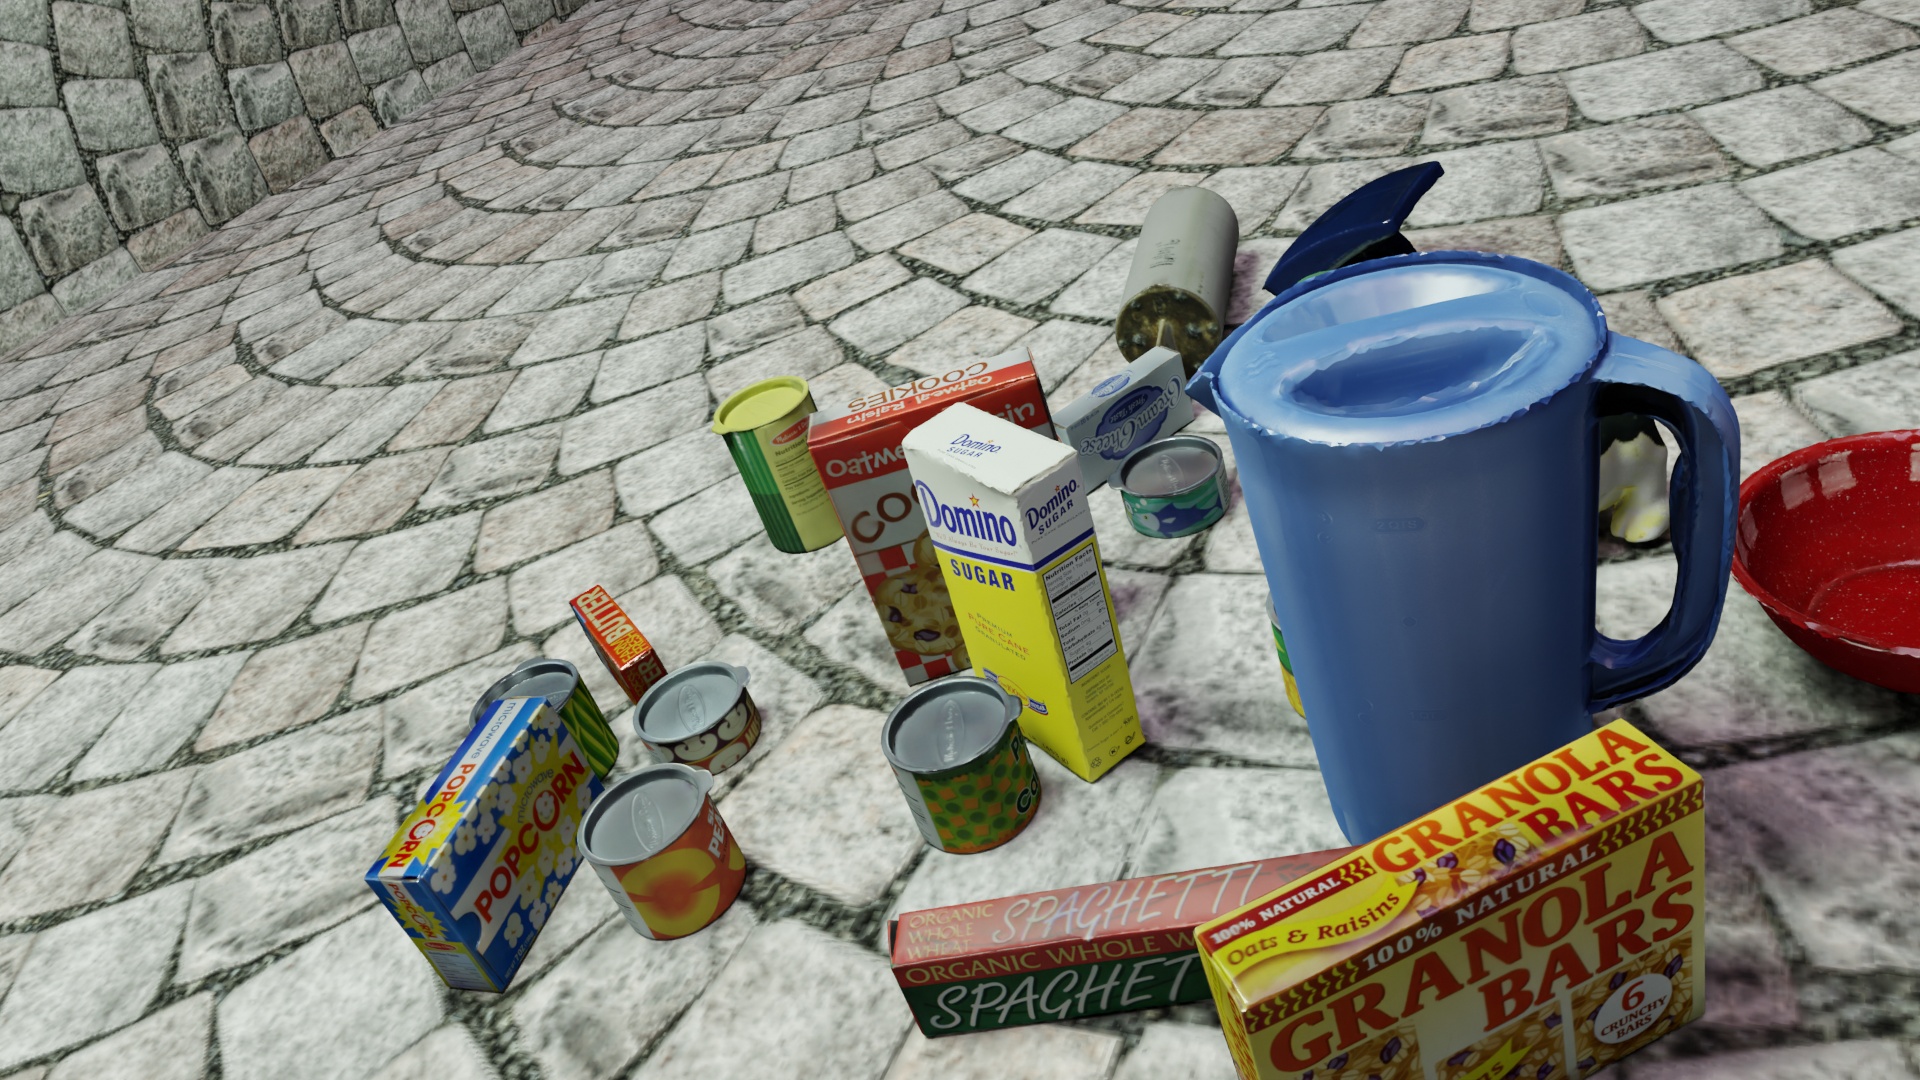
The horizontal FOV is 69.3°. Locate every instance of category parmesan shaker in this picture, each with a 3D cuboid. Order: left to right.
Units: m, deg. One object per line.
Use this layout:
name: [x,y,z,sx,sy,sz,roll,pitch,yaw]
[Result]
parmesan shaker: [-0.118,-0.049,0.936,0.071,0.102,0.072,-14,33,9]

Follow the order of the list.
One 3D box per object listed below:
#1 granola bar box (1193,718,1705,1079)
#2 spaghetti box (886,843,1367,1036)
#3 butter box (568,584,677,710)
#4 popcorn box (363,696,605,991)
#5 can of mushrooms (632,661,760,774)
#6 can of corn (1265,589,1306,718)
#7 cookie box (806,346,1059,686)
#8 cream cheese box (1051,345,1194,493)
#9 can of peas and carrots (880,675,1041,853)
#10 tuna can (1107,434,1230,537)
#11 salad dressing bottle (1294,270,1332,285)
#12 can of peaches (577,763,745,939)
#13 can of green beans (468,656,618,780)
granola bar box: [0.171,0.147,0.473,0.166,0.123,0.039,-24,32,-7]
spaghetti box: [0.094,0.160,0.563,0.250,0.050,0.029,-12,33,12]
butter box: [-0.205,0.070,0.851,0.024,0.053,0.104,-32,34,-18]
popcorn box: [-0.238,0.153,0.716,0.038,0.085,0.127,-5,35,22]
can of mushrooms: [-0.147,0.102,0.793,0.071,0.033,0.071,-14,33,9]
can of corn: [0.186,0.047,0.675,0.071,0.058,0.071,-14,33,9]
cookie box: [0.003,-0.009,0.754,0.123,0.166,0.040,-17,32,4]
cream cheese box: [0.106,-0.079,0.909,0.104,0.053,0.024,-35,35,-22]
can of peas and carrots: [0.004,0.109,0.679,0.071,0.058,0.071,-14,33,9]
tuna can: [0.128,-0.032,0.847,0.071,0.032,0.071,-14,33,9]
salad dressing bottle: [0.211,-0.074,0.759,0.064,0.147,0.044,11,43,39]
can of peaches: [-0.145,0.154,0.692,0.071,0.057,0.071,-14,33,9]
can of green beans: [-0.240,0.112,0.804,0.071,0.057,0.071,-14,33,9]
